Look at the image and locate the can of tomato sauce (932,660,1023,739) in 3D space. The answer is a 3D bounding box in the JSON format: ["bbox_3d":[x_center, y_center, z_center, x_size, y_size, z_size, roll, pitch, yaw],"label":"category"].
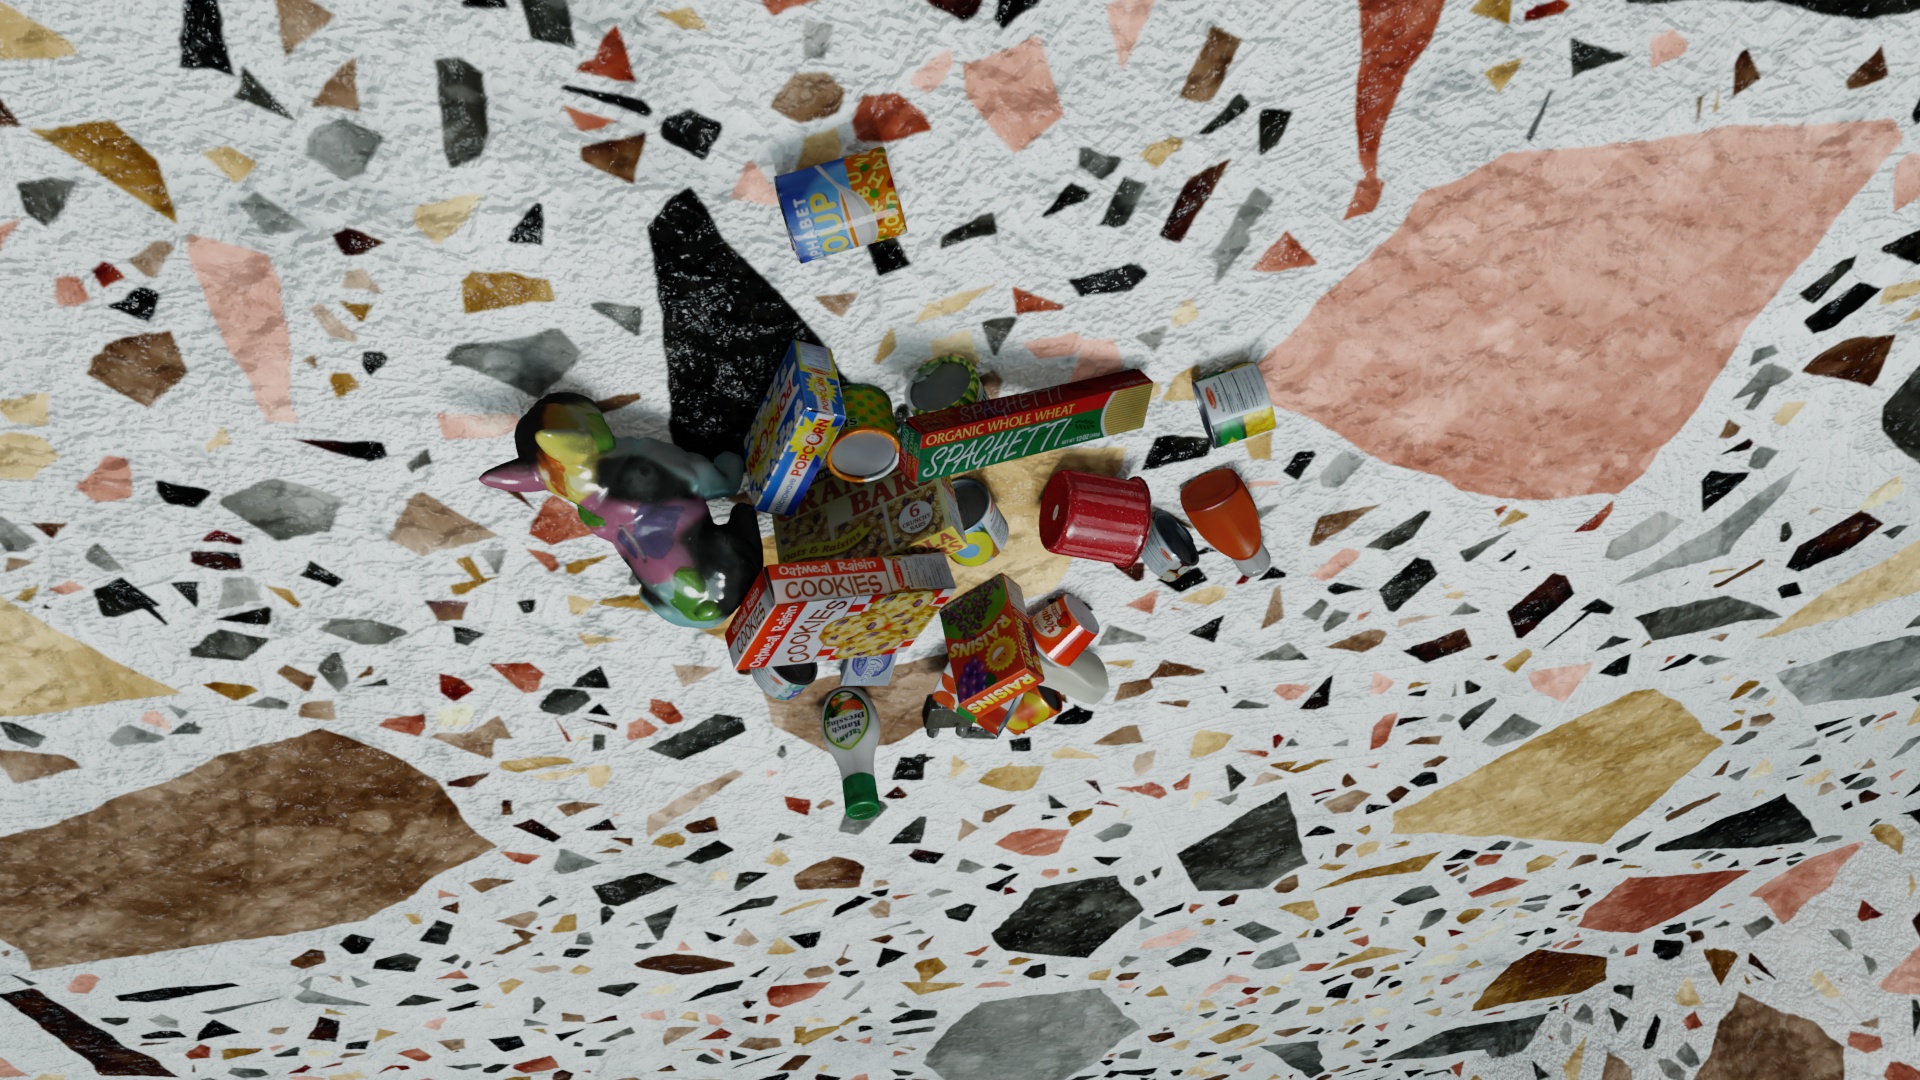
[{"bbox_3d":[0.020,0.165,1.505,0.083,0.071,0.070,29,136,10],"label":"can of tomato sauce"}]

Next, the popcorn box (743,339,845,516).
[{"bbox_3d":[-0.142,-0.093,1.172,0.038,0.085,0.126,10,134,-27],"label":"popcorn box"}]

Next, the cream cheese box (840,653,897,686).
[{"bbox_3d":[-0.095,0.117,1.478,0.053,0.024,0.103,1,138,-17],"label":"cream cheese box"}]

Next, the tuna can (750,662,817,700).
[{"bbox_3d":[-0.182,0.129,1.438,0.071,0.071,0.032,23,129,-35],"label":"tuna can"}]

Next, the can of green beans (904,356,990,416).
[{"bbox_3d":[-0.008,-0.116,1.197,0.071,0.071,0.057,-21,139,9],"label":"can of green beans"}]

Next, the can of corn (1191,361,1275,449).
[{"bbox_3d":[0.248,-0.122,1.262,0.058,0.071,0.071,-18,140,6],"label":"can of corn"}]

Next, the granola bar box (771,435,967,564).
[{"bbox_3d":[-0.085,-0.018,1.244,0.165,0.125,0.039,-23,142,12],"label":"granola bar box"}]

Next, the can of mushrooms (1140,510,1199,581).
[{"bbox_3d":[0.208,0.006,1.402,0.071,0.071,0.033,26,126,-37],"label":"can of mushrooms"}]

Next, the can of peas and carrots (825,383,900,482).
[{"bbox_3d":[-0.090,-0.094,1.207,0.071,0.059,0.070,-8,140,-7],"label":"can of peas and carrots"}]

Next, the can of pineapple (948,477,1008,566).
[{"bbox_3d":[0.005,-0.017,1.318,0.071,0.071,0.057,-22,140,10],"label":"can of pineapple"}]

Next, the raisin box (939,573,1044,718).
[{"bbox_3d":[0.031,0.107,1.424,0.086,0.124,0.040,-31,137,19],"label":"raisin box"}]

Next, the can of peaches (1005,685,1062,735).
[{"bbox_3d":[0.076,0.179,1.563,0.058,0.071,0.071,-31,137,19],"label":"can of peaches"}]

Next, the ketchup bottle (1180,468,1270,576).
[{"bbox_3d":[0.277,-0.013,1.414,0.064,0.044,0.148,-25,139,15],"label":"ketchup bottle"}]

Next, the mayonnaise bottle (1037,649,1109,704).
[{"bbox_3d":[0.093,0.134,1.523,0.148,0.065,0.041,21,123,-29],"label":"mayonnaise bottle"}]

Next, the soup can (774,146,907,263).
[{"bbox_3d":[-0.087,-0.245,1.020,0.084,0.072,0.071,-15,140,2],"label":"soup can"}]

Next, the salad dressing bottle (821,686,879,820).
[{"bbox_3d":[-0.115,0.230,1.508,0.064,0.148,0.043,-18,140,5],"label":"salad dressing bottle"}]

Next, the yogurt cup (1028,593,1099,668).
[{"bbox_3d":[0.111,0.094,1.479,0.053,0.073,0.072,-43,132,20],"label":"yogurt cup"}]

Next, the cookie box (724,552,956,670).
[{"bbox_3d":[-0.105,0.060,1.191,0.168,0.040,0.122,-4,151,-29],"label":"cookie box"}]

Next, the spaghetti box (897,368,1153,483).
[{"bbox_3d":[0.060,-0.100,1.192,0.251,0.029,0.049,-15,131,-31],"label":"spaghetti box"}]
